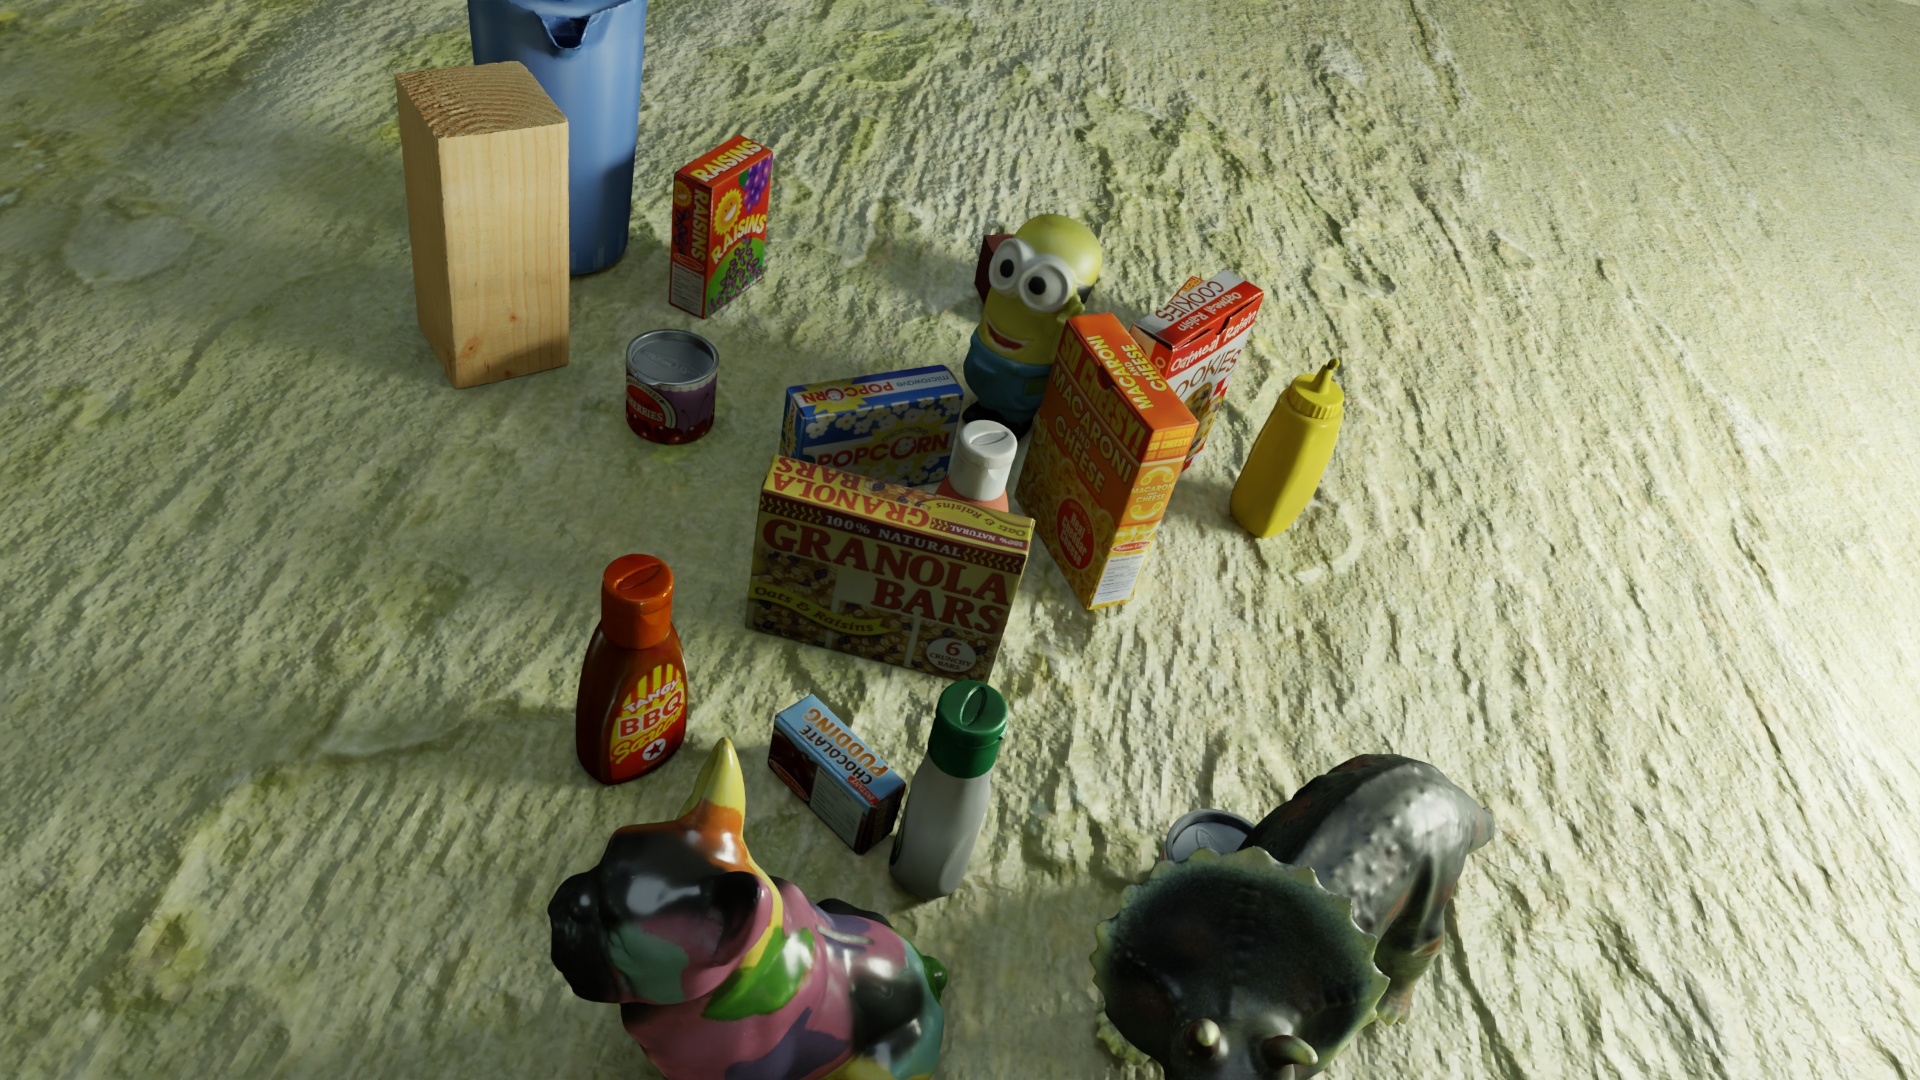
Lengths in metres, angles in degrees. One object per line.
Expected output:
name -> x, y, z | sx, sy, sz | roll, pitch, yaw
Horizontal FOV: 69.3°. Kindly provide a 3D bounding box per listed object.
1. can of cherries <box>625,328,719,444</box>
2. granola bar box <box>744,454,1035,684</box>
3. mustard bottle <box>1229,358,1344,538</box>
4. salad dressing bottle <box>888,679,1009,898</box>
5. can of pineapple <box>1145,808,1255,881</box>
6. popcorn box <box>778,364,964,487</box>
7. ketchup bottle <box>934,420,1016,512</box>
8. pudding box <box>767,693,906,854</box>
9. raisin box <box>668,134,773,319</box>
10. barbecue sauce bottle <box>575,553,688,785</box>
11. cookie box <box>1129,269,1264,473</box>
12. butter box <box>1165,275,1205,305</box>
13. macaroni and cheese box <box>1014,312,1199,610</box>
can of cherries -> -0.214, -0.112, 1.018 | 0.071, 0.058, 0.072 | 8, 43, -7
granola bar box -> -0.048, 0.022, 0.874 | 0.166, 0.123, 0.039 | 14, 43, 0
mustard bottle -> 0.248, -0.074, 1.028 | 0.065, 0.159, 0.049 | -29, 58, -37
salad dressing bottle -> -0.006, 0.135, 0.748 | 0.044, 0.146, 0.064 | 21, 43, 7
can of pineapple -> 0.143, 0.196, 0.789 | 0.071, 0.057, 0.071 | 8, 43, -7
popcorn box -> -0.065, -0.076, 1.001 | 0.127, 0.084, 0.038 | -12, 49, -26
ketchup bottle -> 0.003, -0.011, 0.904 | 0.065, 0.148, 0.044 | -19, 52, -31
pudding box -> -0.073, 0.134, 0.803 | 0.084, 0.049, 0.030 | 39, 48, 24
raisin box -> -0.195, -0.254, 1.126 | 0.040, 0.122, 0.086 | 28, 44, 14
barbecue sauce bottle -> -0.181, 0.071, 0.768 | 0.065, 0.147, 0.044 | -29, 58, -37
cookie box -> 0.155, -0.106, 1.031 | 0.040, 0.166, 0.123 | 36, 47, 22
butter box -> 0.186, -0.185, 1.207 | 0.024, 0.052, 0.104 | 27, 44, 14
macaroni and cheese box -> 0.095, -0.053, 0.960 | 0.040, 0.165, 0.124 | -10, 48, -24
